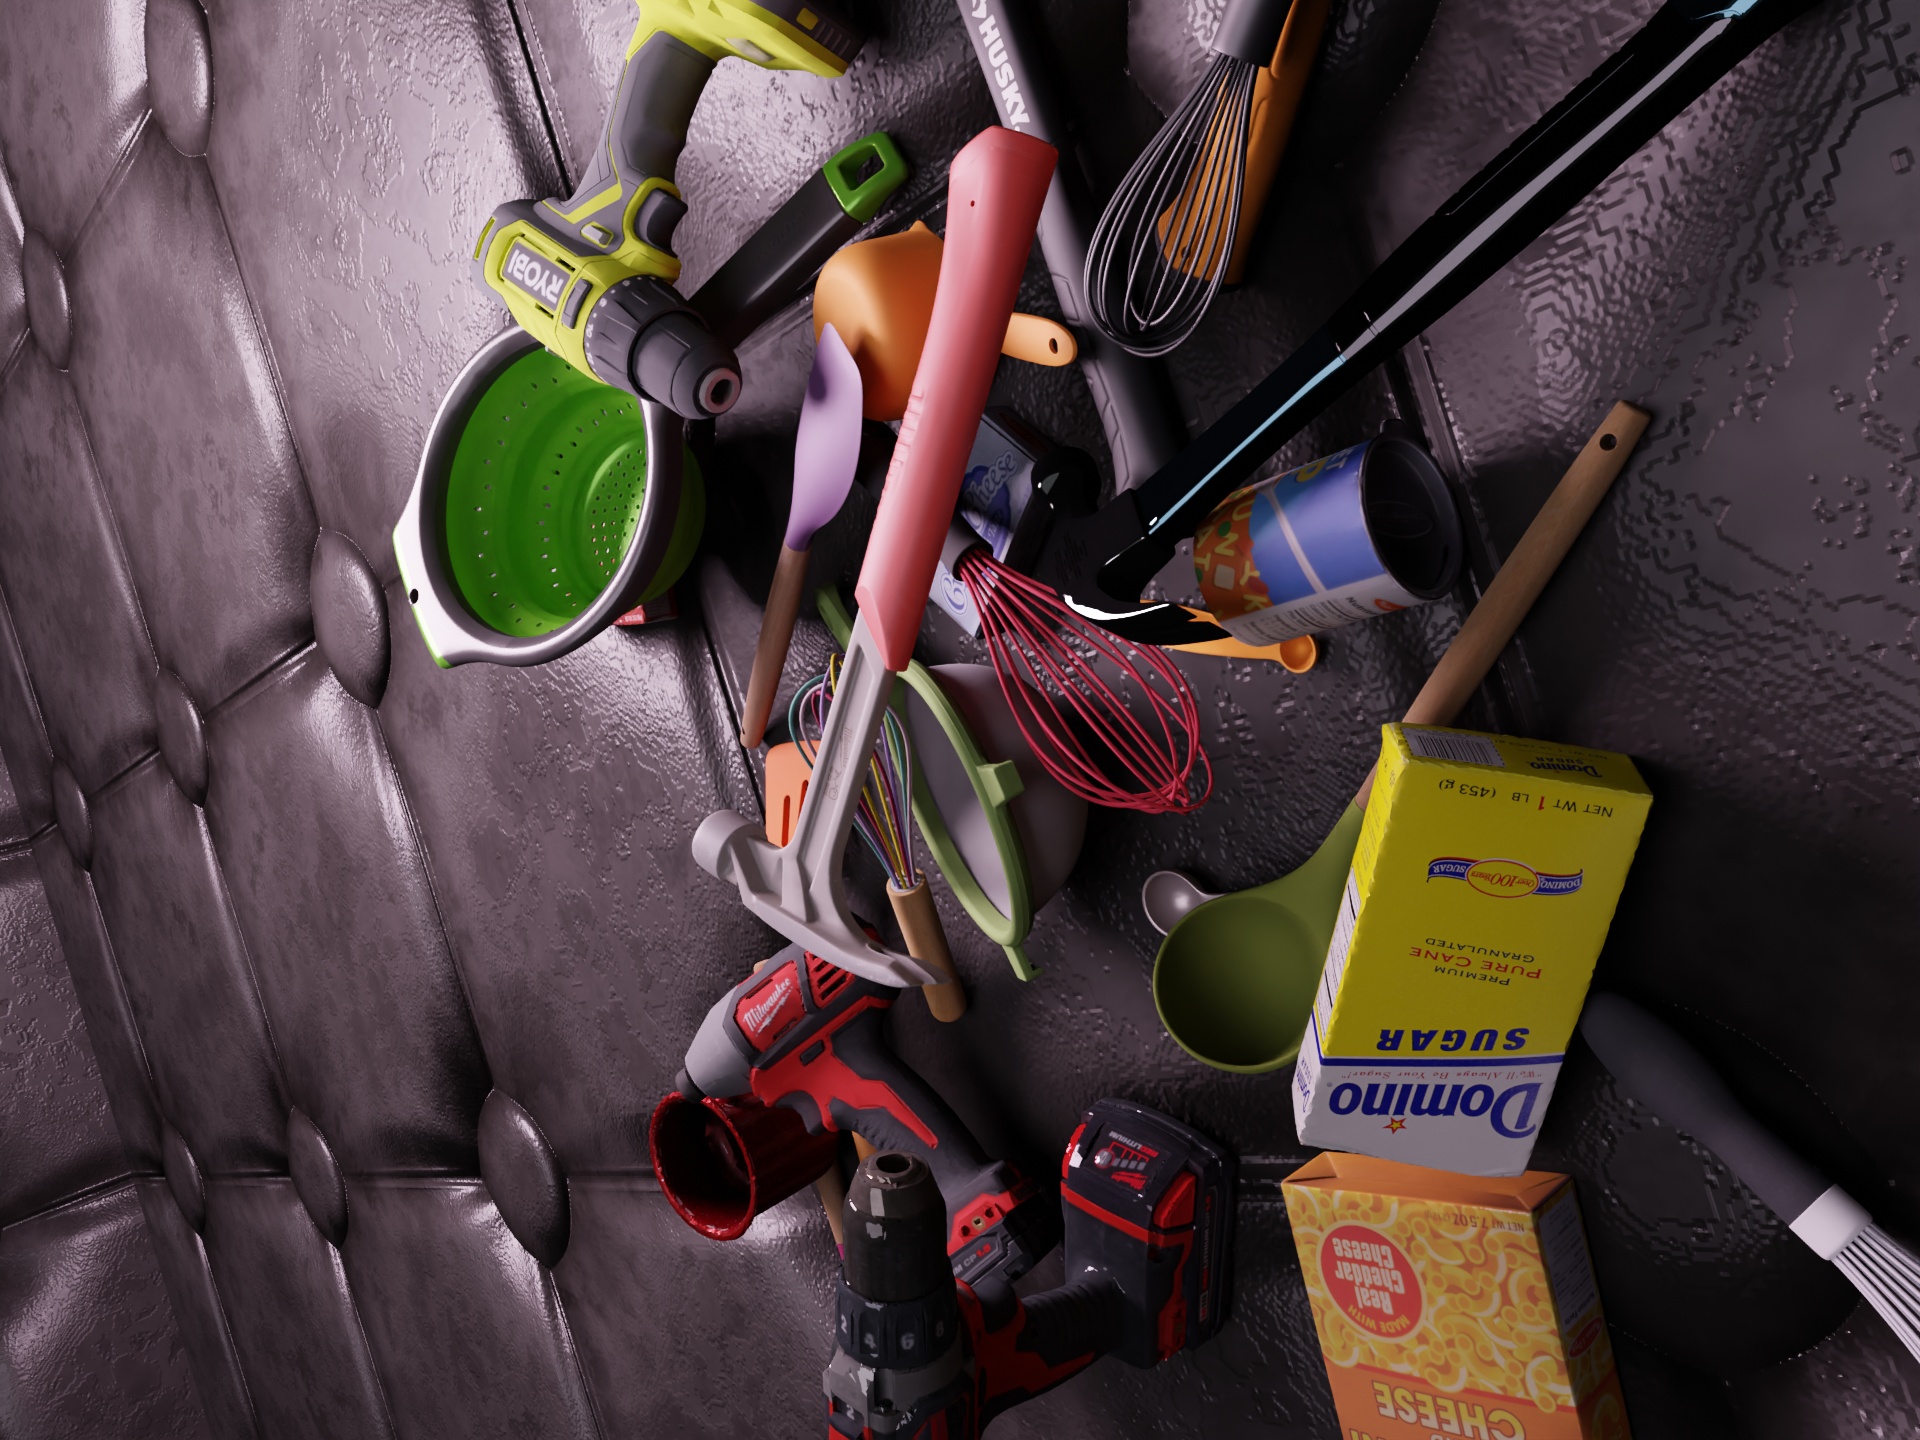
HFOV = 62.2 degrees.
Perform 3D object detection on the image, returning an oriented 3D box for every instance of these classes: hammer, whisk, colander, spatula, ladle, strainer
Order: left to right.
[{"bbox_3d":[-0.158,-0.171,0.895,0.397,0.094,0.205,-36,66,25],"label":"colander"},{"bbox_3d":[-0.090,-0.077,0.852,0.060,0.018,0.315,62,151,27],"label":"spatula"},{"bbox_3d":[-0.067,0.172,0.957,0.081,0.041,0.322,-2,105,45],"label":"spatula"},{"bbox_3d":[-0.035,0.070,0.820,0.047,0.051,0.244,39,152,50],"label":"whisk"},{"bbox_3d":[-0.018,-0.070,0.689,0.149,0.036,0.359,25,103,37],"label":"hammer"},{"bbox_3d":[-0.001,-0.003,0.812,0.151,0.069,0.257,82,161,-44],"label":"strainer"},{"bbox_3d":[0.016,-0.062,0.732,0.296,0.073,0.073,50,133,32],"label":"whisk"},{"bbox_3d":[0.046,-0.237,0.702,0.146,0.035,0.335,-21,87,48],"label":"hammer"},{"bbox_3d":[0.102,-0.248,0.588,0.055,0.055,0.238,39,123,31],"label":"whisk"},{"bbox_3d":[0.143,-0.318,0.578,0.127,0.034,0.336,38,127,33],"label":"hammer"},{"bbox_3d":[0.150,-0.145,0.576,0.331,0.033,0.128,-41,42,32],"label":"hammer"},{"bbox_3d":[0.171,0.017,0.629,0.078,0.062,0.320,40,123,23],"label":"ladle"},{"bbox_3d":[0.324,0.196,0.541,0.285,0.070,0.070,47,131,32],"label":"whisk"}]

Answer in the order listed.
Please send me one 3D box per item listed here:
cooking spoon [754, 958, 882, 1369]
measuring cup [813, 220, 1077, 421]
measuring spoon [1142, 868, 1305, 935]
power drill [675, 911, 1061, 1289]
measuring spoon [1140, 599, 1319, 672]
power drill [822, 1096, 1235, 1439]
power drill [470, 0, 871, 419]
[{"bbox_3d":[-0.080,0.306,1.011,0.069,0.017,0.319,-17,90,50],"label":"cooking spoon"},{"bbox_3d":[-0.013,-0.177,0.737,0.174,0.052,0.095,30,133,54],"label":"measuring cup"},{"bbox_3d":[0.139,0.084,0.725,0.124,0.018,0.034,-1,105,39],"label":"measuring spoon"},{"bbox_3d":[-0.057,0.230,0.878,0.143,0.078,0.220,-38,75,7],"label":"power drill"},{"bbox_3d":[0.114,-0.040,0.714,0.117,0.011,0.021,16,113,46],"label":"measuring spoon"},{"bbox_3d":[0.029,0.252,0.729,0.080,0.226,0.187,15,113,42],"label":"power drill"},{"bbox_3d":[-0.140,-0.275,0.795,0.191,0.080,0.228,37,106,33],"label":"power drill"}]
